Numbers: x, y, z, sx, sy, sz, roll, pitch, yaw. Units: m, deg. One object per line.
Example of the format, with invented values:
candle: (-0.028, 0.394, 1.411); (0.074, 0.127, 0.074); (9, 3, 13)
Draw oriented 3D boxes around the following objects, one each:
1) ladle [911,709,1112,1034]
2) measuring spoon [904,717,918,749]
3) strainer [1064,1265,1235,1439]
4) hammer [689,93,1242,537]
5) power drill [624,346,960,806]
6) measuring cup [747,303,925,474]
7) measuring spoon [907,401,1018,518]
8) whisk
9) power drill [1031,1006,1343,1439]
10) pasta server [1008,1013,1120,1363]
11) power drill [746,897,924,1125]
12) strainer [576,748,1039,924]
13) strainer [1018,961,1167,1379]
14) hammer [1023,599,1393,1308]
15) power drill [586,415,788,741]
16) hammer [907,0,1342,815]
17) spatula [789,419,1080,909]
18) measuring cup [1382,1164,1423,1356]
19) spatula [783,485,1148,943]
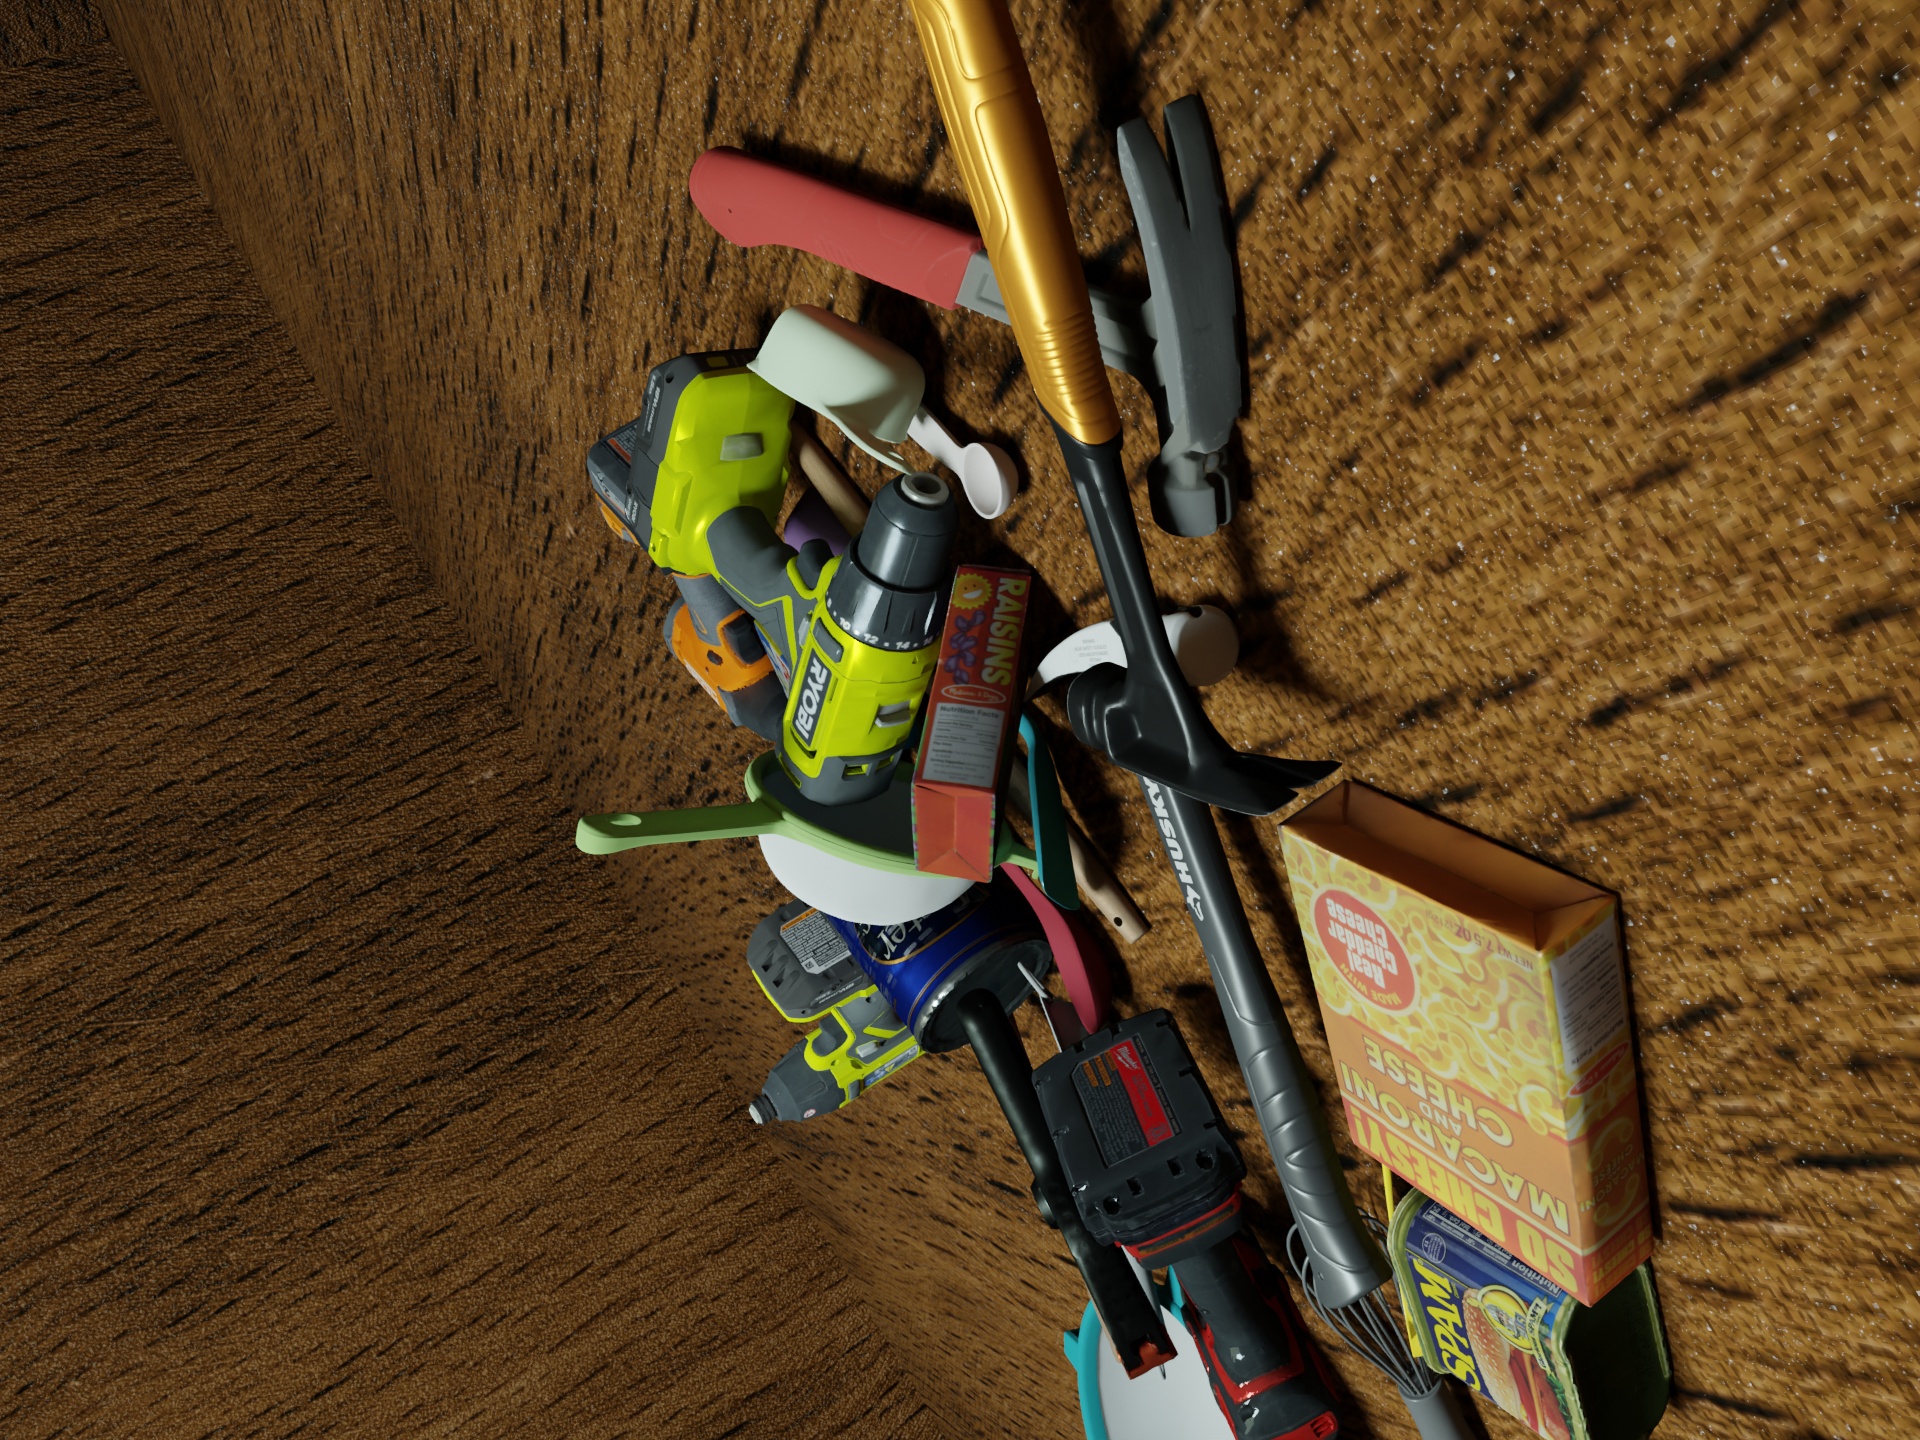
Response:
ladle: (0.002, 0.048, 0.954); (0.316, 0.031, 0.069); (55, 163, 19)
measuring spoon: (-0.050, -0.038, 0.931); (0.042, 0.021, 0.128); (28, 133, 48)
strainer: (0.188, 0.494, 0.961); (0.341, 0.095, 0.211); (66, 149, 26)
hammer: (-0.020, -0.198, 0.644); (0.359, 0.037, 0.149); (37, 150, 46)
power drill: (-0.085, -0.094, 0.825); (0.229, 0.080, 0.190); (52, 139, 31)
measuring cup: (-0.039, -0.142, 0.682); (0.083, 0.038, 0.168); (21, -165, -25)
measuring spoon: (-0.005, -0.133, 0.740); (0.124, 0.018, 0.034); (50, 147, 43)
whisk: (0.226, 0.332, 0.791); (0.238, 0.055, 0.055); (61, 160, -17)
power drill: (0.119, 0.258, 0.839); (0.226, 0.080, 0.188); (62, -177, -30)
pasta server: (0.042, 0.254, 1.019); (0.060, 0.040, 0.317); (70, 178, -58)
power drill: (-0.090, 0.217, 1.205); (0.080, 0.171, 0.223); (47, 153, 31)
strainer: (-0.090, 0.074, 0.841); (0.152, 0.256, 0.069); (32, 114, 42)
strainer: (0.090, 0.264, 0.949); (0.087, 0.050, 0.258); (31, -135, -86)
hammer: (0.119, 0.109, 0.702); (0.146, 0.035, 0.334); (1, 113, 67)
power drill: (-0.163, -0.084, 1.087); (0.164, 0.084, 0.226); (44, 159, 35)
hammer: (0.036, -0.122, 0.521); (0.127, 0.034, 0.336); (24, 140, 58)
spatula: (-0.018, -0.040, 0.850); (0.318, 0.044, 0.082); (54, -173, 20)
measuring cup: (0.201, 0.206, 0.699); (0.062, 0.029, 0.156); (-59, -41, -71)
spatula: (-0.001, -0.003, 0.883); (0.316, 0.018, 0.059); (51, 130, 15)
